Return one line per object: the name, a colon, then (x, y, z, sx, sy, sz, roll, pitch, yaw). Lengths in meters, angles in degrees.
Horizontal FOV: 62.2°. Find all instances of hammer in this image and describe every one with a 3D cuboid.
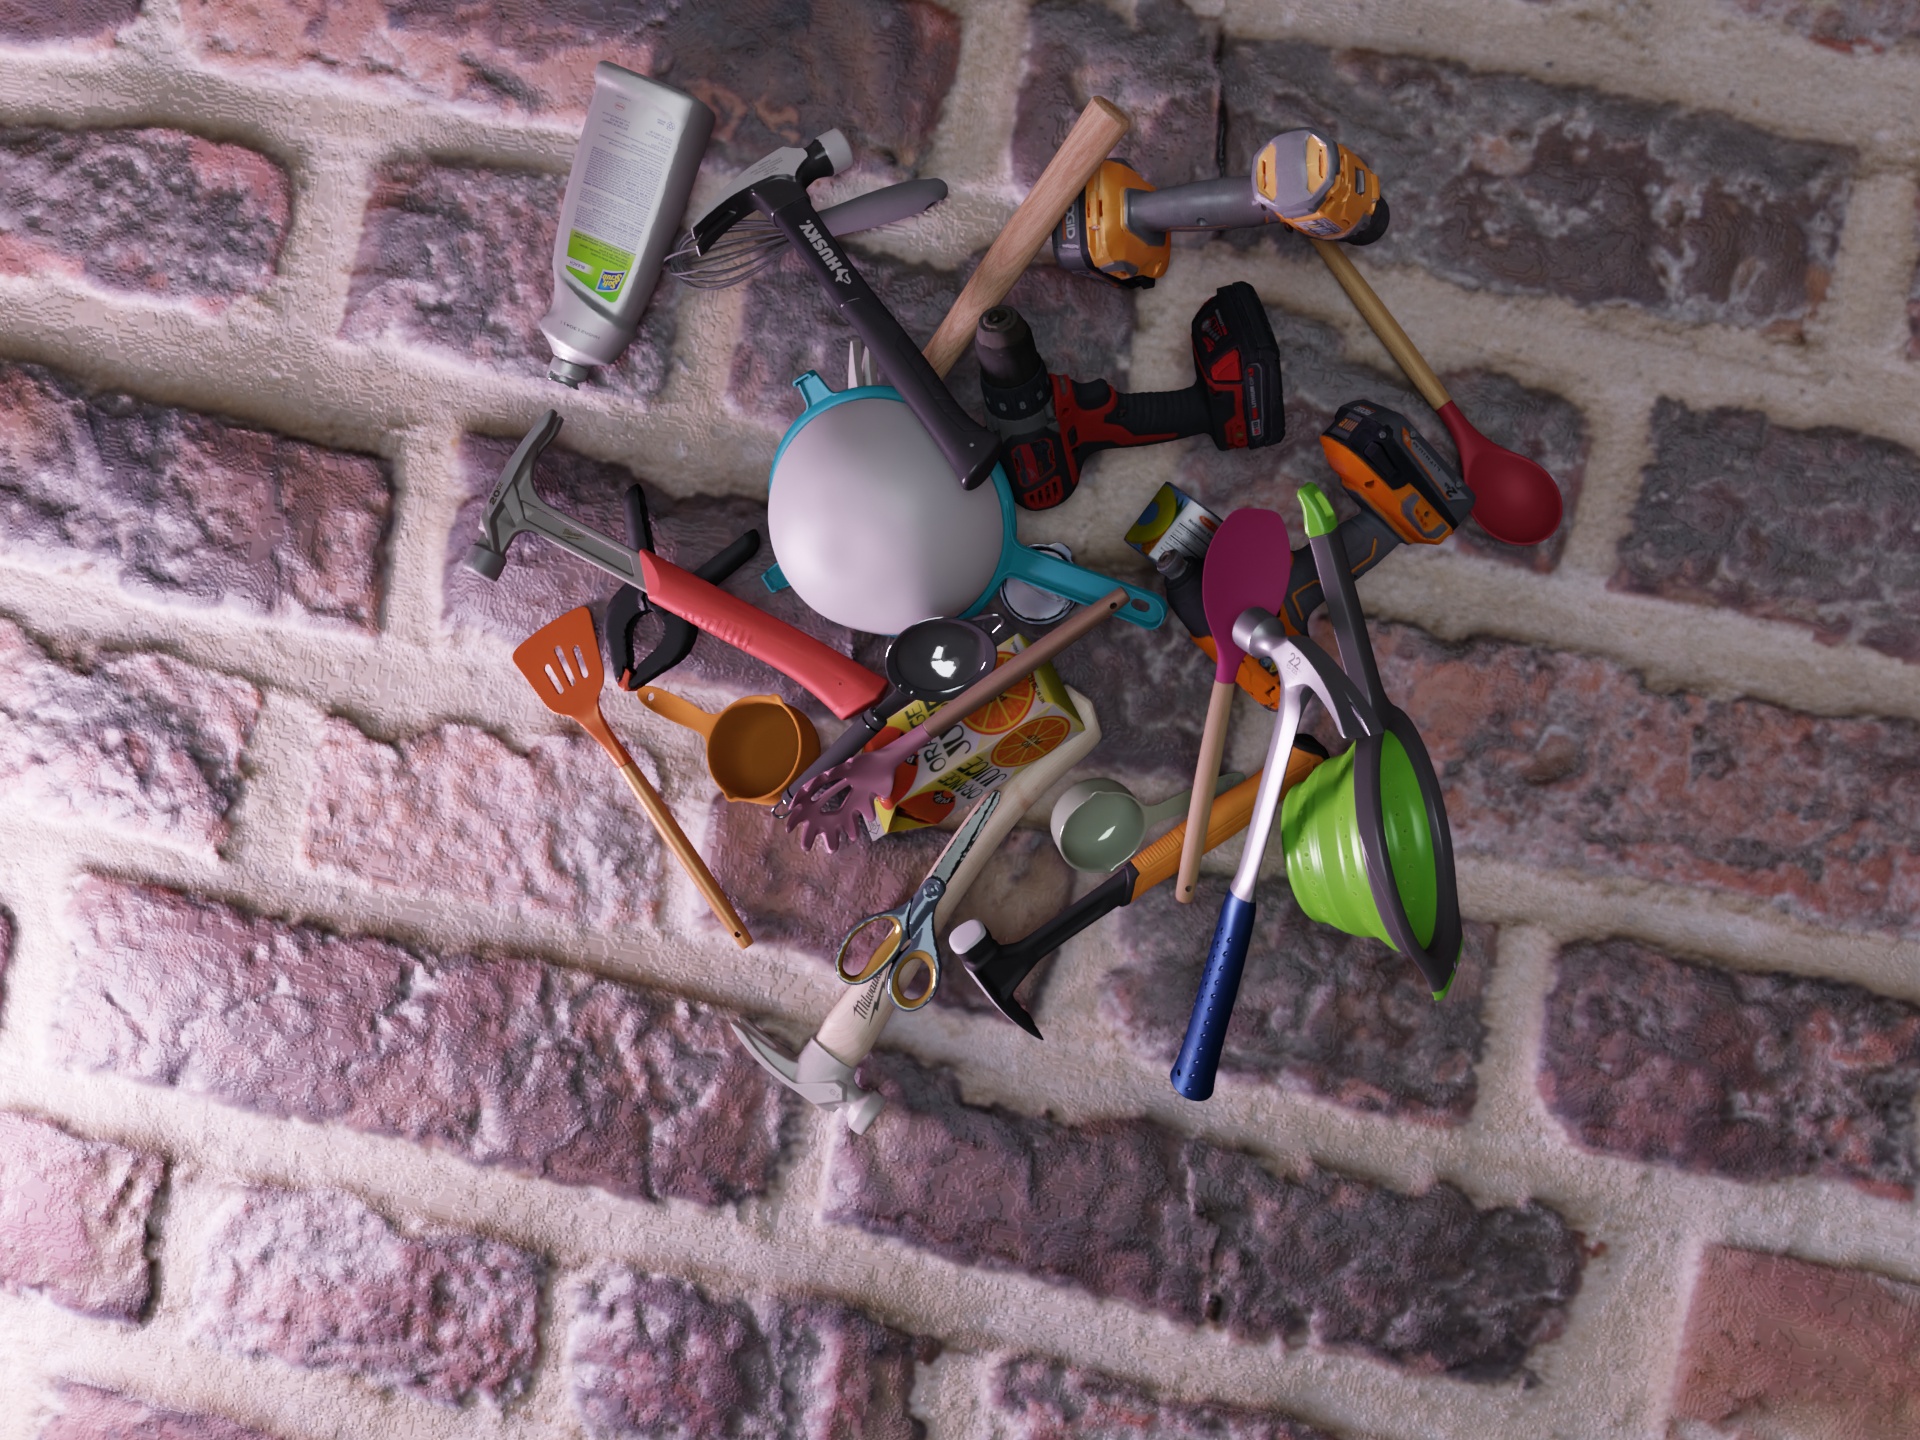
hammer: (-0.075, -0.305, 1.211, 0.146, 0.035, 0.335, -31, 70, -9)
hammer: (0.158, 0.124, 1.287, 0.337, 0.034, 0.127, -35, 123, 1)
hammer: (-0.025, 0.140, 1.321, 0.146, 0.038, 0.410, 35, 96, 4)
hammer: (0.219, 0.126, 1.208, 0.035, 0.144, 0.405, -7, 121, -26)
hammer: (0.017, -0.330, 1.219, 0.130, 0.031, 0.331, 51, 123, 18)
hammer: (-0.218, -0.110, 1.289, 0.359, 0.036, 0.149, 27, 87, 5)

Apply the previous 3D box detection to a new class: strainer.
strainer: (-0.011, -0.124, 1.224, 0.340, 0.095, 0.210, 21, 121, 12)
strainer: (-0.062, -0.008, 1.237, 0.086, 0.050, 0.258, 33, 113, -34)

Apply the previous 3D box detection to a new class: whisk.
whisk: (-0.125, -0.400, 1.290, 0.239, 0.055, 0.055, -16, 92, 2)

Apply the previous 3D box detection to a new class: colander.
colander: (0.282, 0.020, 1.205, 0.094, 0.204, 0.397, -12, 103, 29)

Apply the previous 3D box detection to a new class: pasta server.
pasta server: (-0.002, -0.004, 1.215, 0.316, 0.040, 0.060, -35, 115, 10)

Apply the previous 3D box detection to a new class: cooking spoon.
cooking spoon: (0.197, -0.006, 1.215, 0.068, 0.017, 0.318, 3, 109, -14)

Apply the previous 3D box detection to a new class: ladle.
ladle: (0.366, -0.270, 1.258, 0.069, 0.031, 0.315, -35, 88, -3)

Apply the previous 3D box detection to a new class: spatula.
spatula: (-0.267, 0.056, 1.348, 0.081, 0.041, 0.322, -33, 94, 7)

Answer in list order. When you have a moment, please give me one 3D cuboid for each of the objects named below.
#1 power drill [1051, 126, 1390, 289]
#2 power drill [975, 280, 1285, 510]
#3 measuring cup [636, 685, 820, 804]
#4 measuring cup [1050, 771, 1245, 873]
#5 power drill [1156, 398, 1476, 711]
power drill: (0.205, -0.384, 1.206, 0.226, 0.185, 0.084, 0, 94, 31)
power drill: (0.124, -0.259, 1.212, 0.226, 0.187, 0.080, -15, 53, 5)
measuring cup: (-0.193, 0.011, 1.328, 0.174, 0.052, 0.095, 24, 90, 26)
measuring cup: (0.151, 0.067, 1.298, 0.167, 0.038, 0.083, -20, 122, -11)
power drill: (0.266, -0.136, 1.228, 0.164, 0.084, 0.226, 39, 98, -24)
